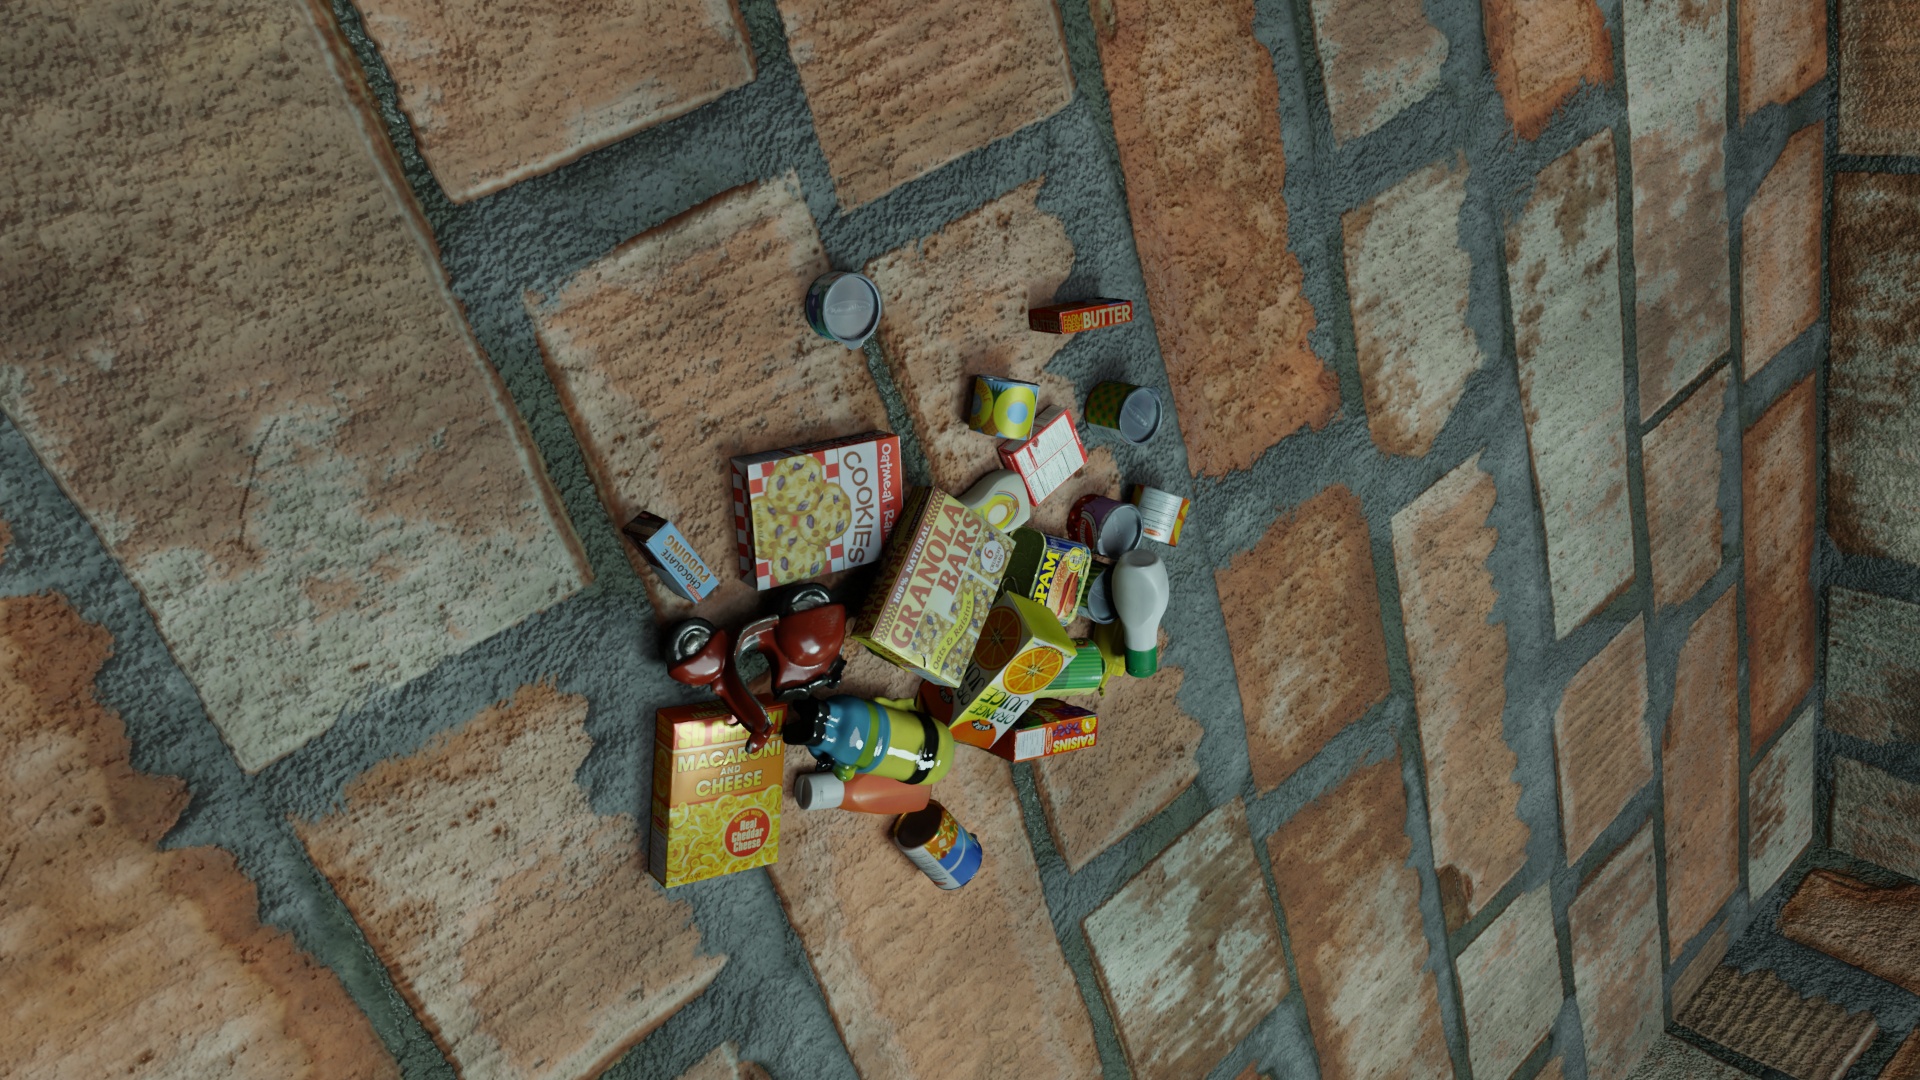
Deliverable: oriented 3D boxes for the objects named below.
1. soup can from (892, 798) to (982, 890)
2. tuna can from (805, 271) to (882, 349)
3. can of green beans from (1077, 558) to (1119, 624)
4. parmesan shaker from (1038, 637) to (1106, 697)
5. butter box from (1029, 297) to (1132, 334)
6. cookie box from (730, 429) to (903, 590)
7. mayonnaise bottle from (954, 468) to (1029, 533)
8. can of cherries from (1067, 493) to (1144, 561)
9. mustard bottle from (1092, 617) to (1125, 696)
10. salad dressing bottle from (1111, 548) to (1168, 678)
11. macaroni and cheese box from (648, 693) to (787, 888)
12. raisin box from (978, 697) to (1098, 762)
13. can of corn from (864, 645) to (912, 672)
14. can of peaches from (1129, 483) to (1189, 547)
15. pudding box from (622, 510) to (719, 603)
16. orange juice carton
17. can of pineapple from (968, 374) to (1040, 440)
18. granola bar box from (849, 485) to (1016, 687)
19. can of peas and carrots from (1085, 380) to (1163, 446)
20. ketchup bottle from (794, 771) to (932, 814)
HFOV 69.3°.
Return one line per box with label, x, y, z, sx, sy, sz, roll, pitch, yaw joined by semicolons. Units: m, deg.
soup can;-0.023;0.327;1.508;0.071;0.071;0.083;-49;127;-16
tuna can;-0.110;-0.217;1.304;0.071;0.033;0.071;-12;110;-35
can of green beans;0.150;0.055;1.571;0.071;0.058;0.071;-12;110;-35
parmesan shaker;0.102;0.142;1.549;0.103;0.071;0.071;2;102;-38
butter box;0.128;-0.239;1.473;0.104;0.053;0.024;-16;111;-34
cookie box;-0.134;-0.032;1.334;0.168;0.040;0.122;-14;111;-34
mayonnaise bottle;0.005;-0.018;1.446;0.149;0.041;0.064;-31;121;-29
can of cherries;0.161;-0.015;1.560;0.072;0.058;0.071;-13;112;-35
mustard bottle;0.186;0.105;1.620;0.065;0.049;0.160;19;91;-40
salad dressing bottle;0.200;0.083;1.542;0.044;0.064;0.147;-35;131;-43
macaroni and cheese box;-0.231;0.238;1.333;0.124;0.040;0.166;-5;106;-38
raisin box;0.080;0.208;1.541;0.124;0.086;0.040;-4;101;-38
can of corn;-0.057;0.098;1.420;0.071;0.058;0.071;-12;110;-35
can of peaches;0.225;-0.029;1.604;0.071;0.071;0.058;15;93;-40
pudding box;-0.259;0.015;1.242;0.030;0.050;0.083;-47;126;-20
orange juice carton;0.026;0.152;1.466;0.072;0.073;0.192;24;115;-41
can of pineapple;0.043;-0.137;1.427;0.071;0.071;0.057;2;102;-39
granola bar box;-0.024;0.046;1.372;0.124;0.039;0.166;34;70;-36
can of peas and carrots;0.182;-0.144;1.539;0.071;0.059;0.070;-12;110;-36
ketchup bottle;-0.099;0.255;1.440;0.149;0.043;0.064;2;96;-38
